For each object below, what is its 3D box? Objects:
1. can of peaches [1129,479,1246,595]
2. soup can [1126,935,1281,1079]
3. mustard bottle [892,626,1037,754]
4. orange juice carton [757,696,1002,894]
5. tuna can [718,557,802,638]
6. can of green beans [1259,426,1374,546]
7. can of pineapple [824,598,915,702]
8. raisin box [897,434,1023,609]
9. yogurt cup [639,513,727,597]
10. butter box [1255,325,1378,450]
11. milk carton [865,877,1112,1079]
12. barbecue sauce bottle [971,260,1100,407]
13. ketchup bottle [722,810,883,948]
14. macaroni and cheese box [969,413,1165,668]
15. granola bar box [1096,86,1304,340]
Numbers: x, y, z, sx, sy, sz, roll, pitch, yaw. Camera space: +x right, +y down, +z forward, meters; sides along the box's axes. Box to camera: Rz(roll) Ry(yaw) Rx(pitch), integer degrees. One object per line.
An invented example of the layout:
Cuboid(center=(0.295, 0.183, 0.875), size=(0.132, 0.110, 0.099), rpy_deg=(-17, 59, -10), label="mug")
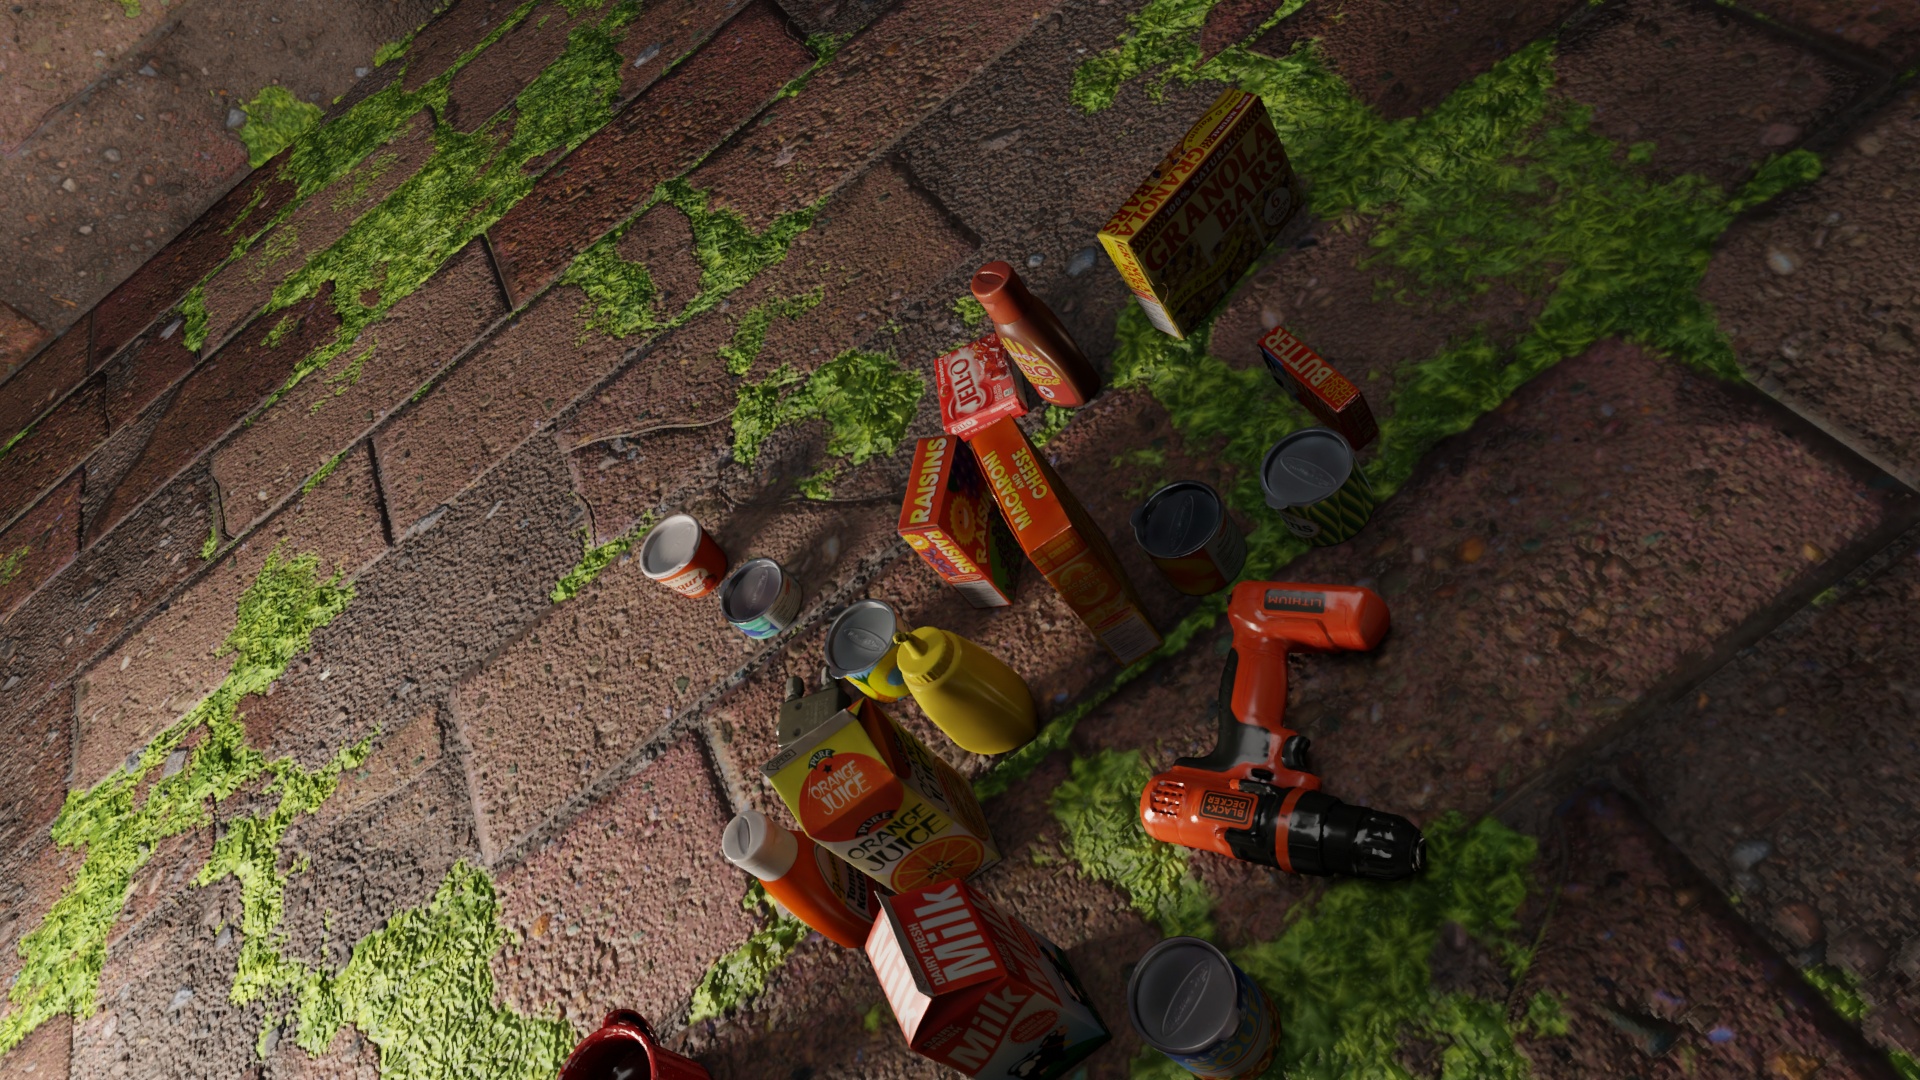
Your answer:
Cuboid(center=(0.167, -0.002, 1.014), size=(0.071, 0.058, 0.071), rpy_deg=(-17, 51, 23), label="can of peaches")
Cuboid(center=(0.145, 0.277, 0.809), size=(0.071, 0.083, 0.072), rpy_deg=(-17, 51, 23), label="soup can")
Cuboid(center=(-0.002, 0.099, 0.981), size=(0.065, 0.159, 0.049), rpy_deg=(-24, 49, 18), label="mustard bottle")
Cuboid(center=(-0.055, 0.173, 0.940), size=(0.072, 0.192, 0.073), rpy_deg=(-35, 46, 8), label="orange juice carton")
Cuboid(center=(-0.176, 0.051, 1.219), size=(0.071, 0.032, 0.071), rpy_deg=(-17, 51, 23), label="tuna can")
Cuboid(center=(0.253, -0.037, 0.983), size=(0.071, 0.057, 0.071), rpy_deg=(-17, 51, 23), label="can of green beans")
Cuboid(center=(-0.067, 0.089, 1.101), size=(0.071, 0.057, 0.071), rpy_deg=(-17, 51, 23), label="can of pineapple")
Cuboid(center=(0.004, -0.014, 1.084), size=(0.040, 0.123, 0.086), rpy_deg=(-6, 56, 30), label="raisin box")
Cuboid(center=(-0.252, 0.017, 1.278), size=(0.072, 0.053, 0.073), rpy_deg=(-17, 51, 23), label="yogurt cup")
Cuboid(center=(0.265, -0.114, 1.034), size=(0.024, 0.053, 0.104), rpy_deg=(-39, 46, 3), label="butter box")
Cuboid(center=(0.010, 0.266, 0.831), size=(0.073, 0.190, 0.072), rpy_deg=(-38, 46, 5), label="milk carton")
Cuboid(center=(0.059, -0.169, 1.143), size=(0.065, 0.148, 0.044), rpy_deg=(22, 73, 41), label="barbecue sauce bottle")
Cuboid(center=(-0.108, 0.231, 0.963), size=(0.043, 0.148, 0.065), rpy_deg=(-27, 48, 15), label="ketchup bottle")
Cuboid(center=(0.077, 0.003, 0.994), size=(0.040, 0.166, 0.124), rpy_deg=(-34, 46, 9), label="macaroni and cheese box")
Cuboid(center=(0.201, -0.265, 1.136), size=(0.166, 0.124, 0.039), rpy_deg=(-49, 46, -6), label="granola bar box")
